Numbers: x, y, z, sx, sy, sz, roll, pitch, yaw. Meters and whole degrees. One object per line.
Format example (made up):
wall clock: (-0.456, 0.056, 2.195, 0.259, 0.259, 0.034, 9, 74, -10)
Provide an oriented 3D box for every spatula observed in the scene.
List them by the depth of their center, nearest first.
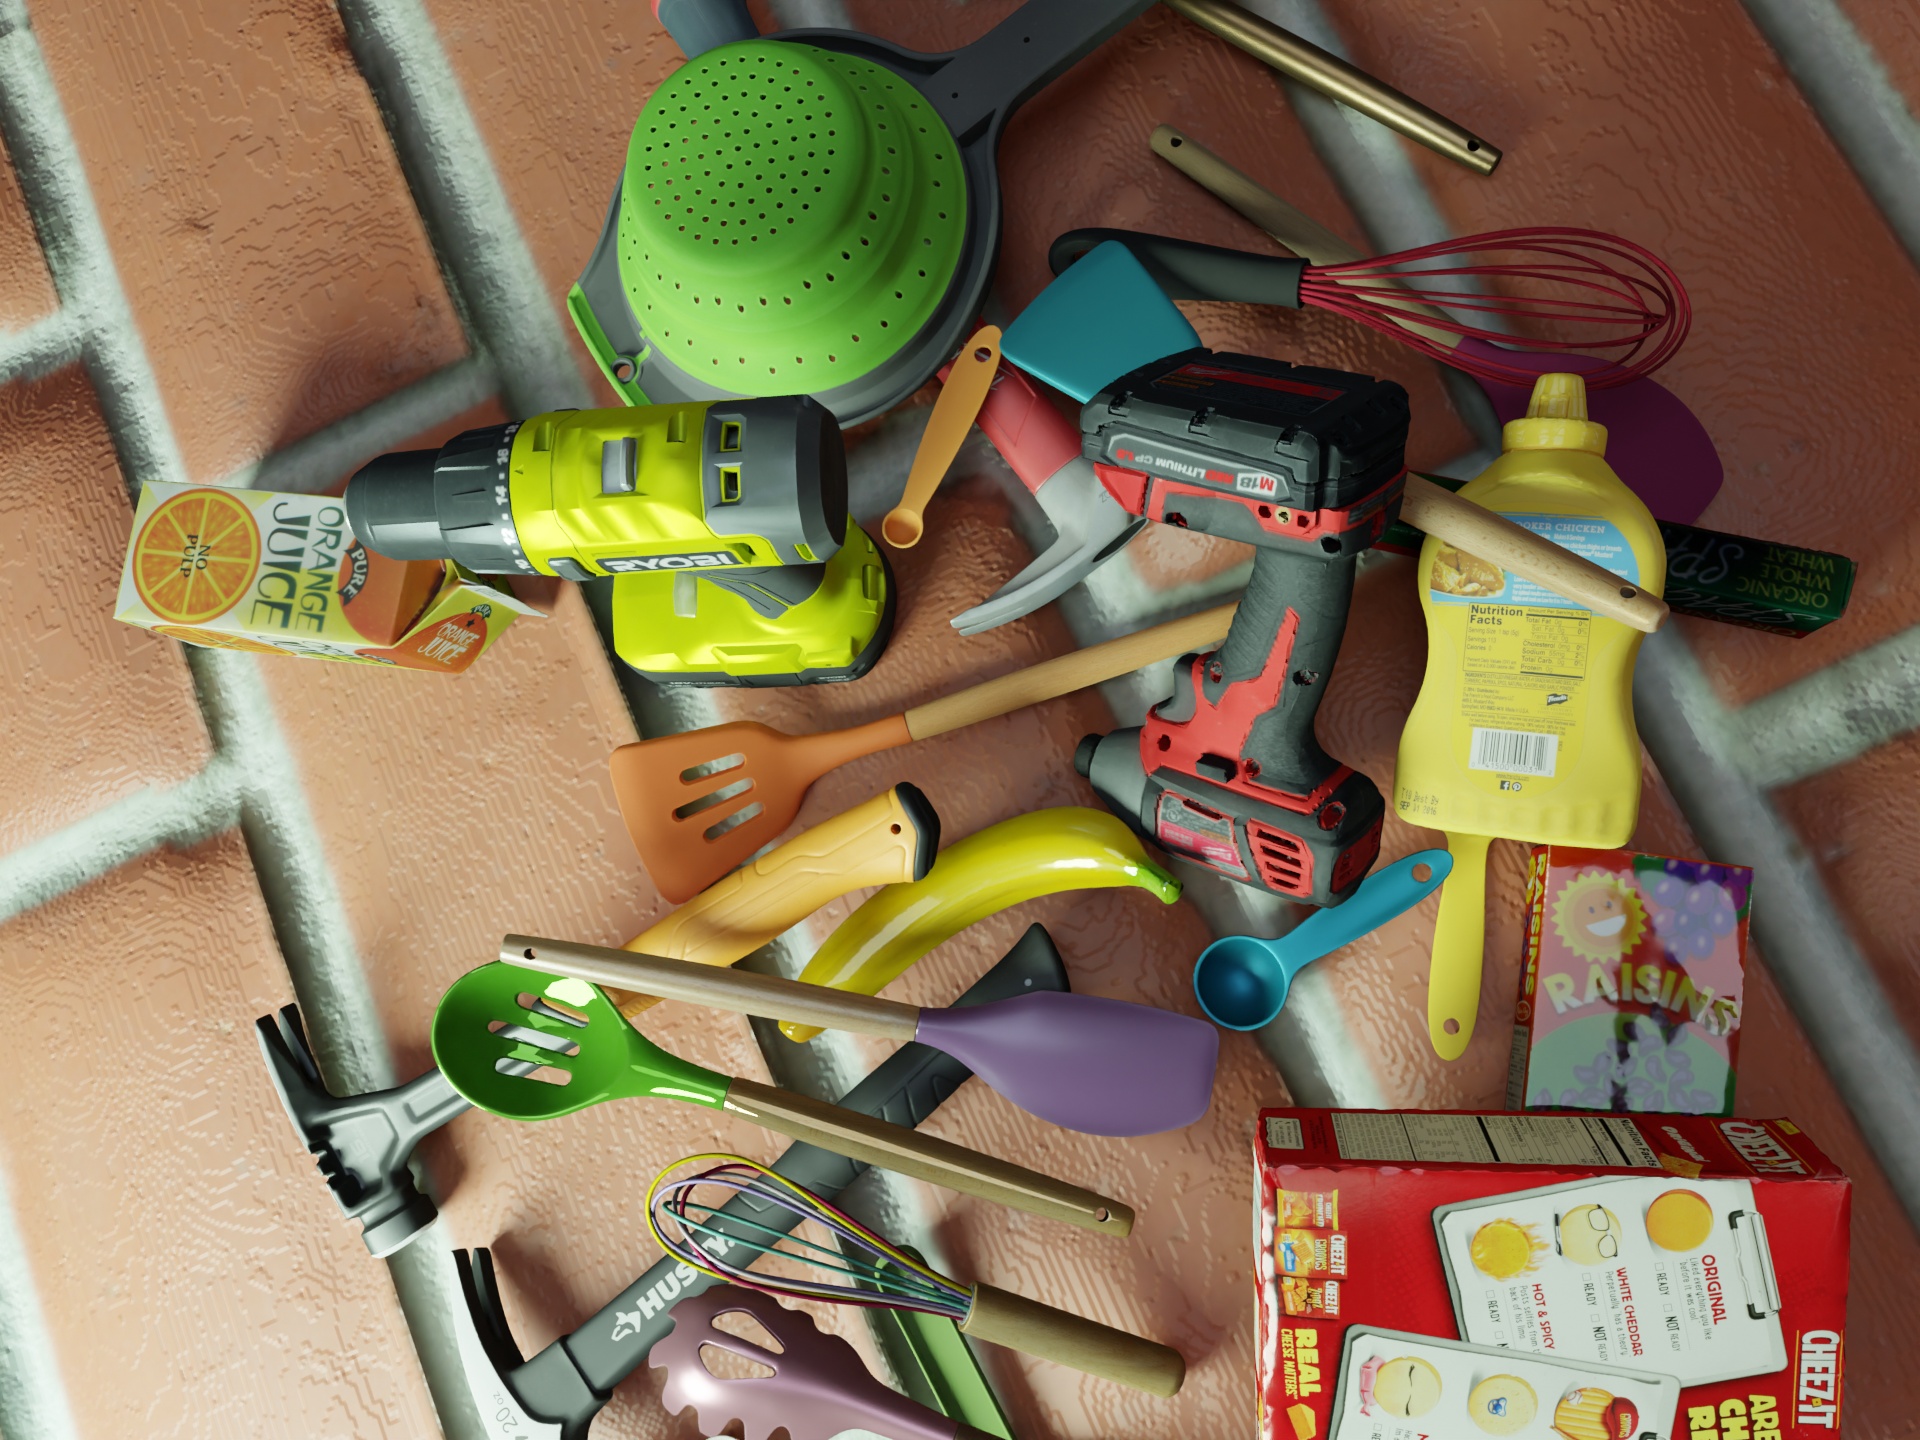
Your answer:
spatula: (0.152, -0.117, 0.672, 0.082, 0.044, 0.318, -45, 53, -13)
spatula: (-0.044, 0.130, 0.693, 0.316, 0.018, 0.060, 11, 86, -1)
spatula: (-0.001, -0.002, 0.747, 0.322, 0.041, 0.081, -19, 101, 4)

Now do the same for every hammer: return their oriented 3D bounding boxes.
hammer: (-0.083, 0.210, 0.721, 0.335, 0.035, 0.146, -41, 70, -2)
hammer: (-0.162, 0.116, 0.730, 0.337, 0.034, 0.127, -30, 89, 8)
hammer: (-0.051, -0.224, 0.796, 0.143, 0.038, 0.386, -38, 77, 3)

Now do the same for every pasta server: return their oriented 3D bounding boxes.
pasta server: (0.021, 0.305, 0.649, 0.316, 0.040, 0.060, 20, 57, 5)

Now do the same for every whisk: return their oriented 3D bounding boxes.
whisk: (-0.016, 0.238, 0.673, 0.245, 0.051, 0.047, 22, 68, -8)
whisk: (0.177, -0.200, 0.731, 0.296, 0.073, 0.073, 13, 82, 23)

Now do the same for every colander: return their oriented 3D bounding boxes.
colander: (-0.022, -0.290, 0.731, 0.397, 0.094, 0.205, -36, 77, 5)

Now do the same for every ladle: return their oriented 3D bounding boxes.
ladle: (0.124, -0.354, 0.782, 0.320, 0.062, 0.078, 33, 92, 10)

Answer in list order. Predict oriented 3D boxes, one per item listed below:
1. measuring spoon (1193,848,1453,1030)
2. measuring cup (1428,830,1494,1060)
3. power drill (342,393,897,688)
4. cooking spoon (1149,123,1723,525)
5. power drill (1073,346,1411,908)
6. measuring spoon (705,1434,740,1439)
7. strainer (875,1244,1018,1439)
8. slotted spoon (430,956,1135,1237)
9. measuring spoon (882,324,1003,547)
measuring spoon: (0.162, 0.094, 0.709, 0.128, 0.021, 0.042, -33, 79, 6)
measuring cup: (0.225, 0.071, 0.702, 0.062, 0.029, 0.156, 7, 80, 10)
power drill: (-0.128, -0.073, 0.682, 0.190, 0.228, 0.080, -3, 80, 9)
cooking spoon: (0.217, -0.194, 0.756, 0.319, 0.017, 0.069, 40, 97, 13)
power drill: (0.110, -0.035, 0.666, 0.143, 0.078, 0.219, 20, 126, 34)
measuring spoon: (-0.146, 0.353, 0.724, 0.124, 0.018, 0.034, -19, 65, 12)
strainer: (0.026, 0.344, 0.666, 0.151, 0.069, 0.256, -30, 78, 3)
slotted spoon: (-0.077, 0.172, 0.691, 0.314, 0.031, 0.070, 16, 78, 4)
measuring spoon: (-0.007, -0.134, 0.751, 0.021, 0.011, 0.117, 23, 83, 12)
